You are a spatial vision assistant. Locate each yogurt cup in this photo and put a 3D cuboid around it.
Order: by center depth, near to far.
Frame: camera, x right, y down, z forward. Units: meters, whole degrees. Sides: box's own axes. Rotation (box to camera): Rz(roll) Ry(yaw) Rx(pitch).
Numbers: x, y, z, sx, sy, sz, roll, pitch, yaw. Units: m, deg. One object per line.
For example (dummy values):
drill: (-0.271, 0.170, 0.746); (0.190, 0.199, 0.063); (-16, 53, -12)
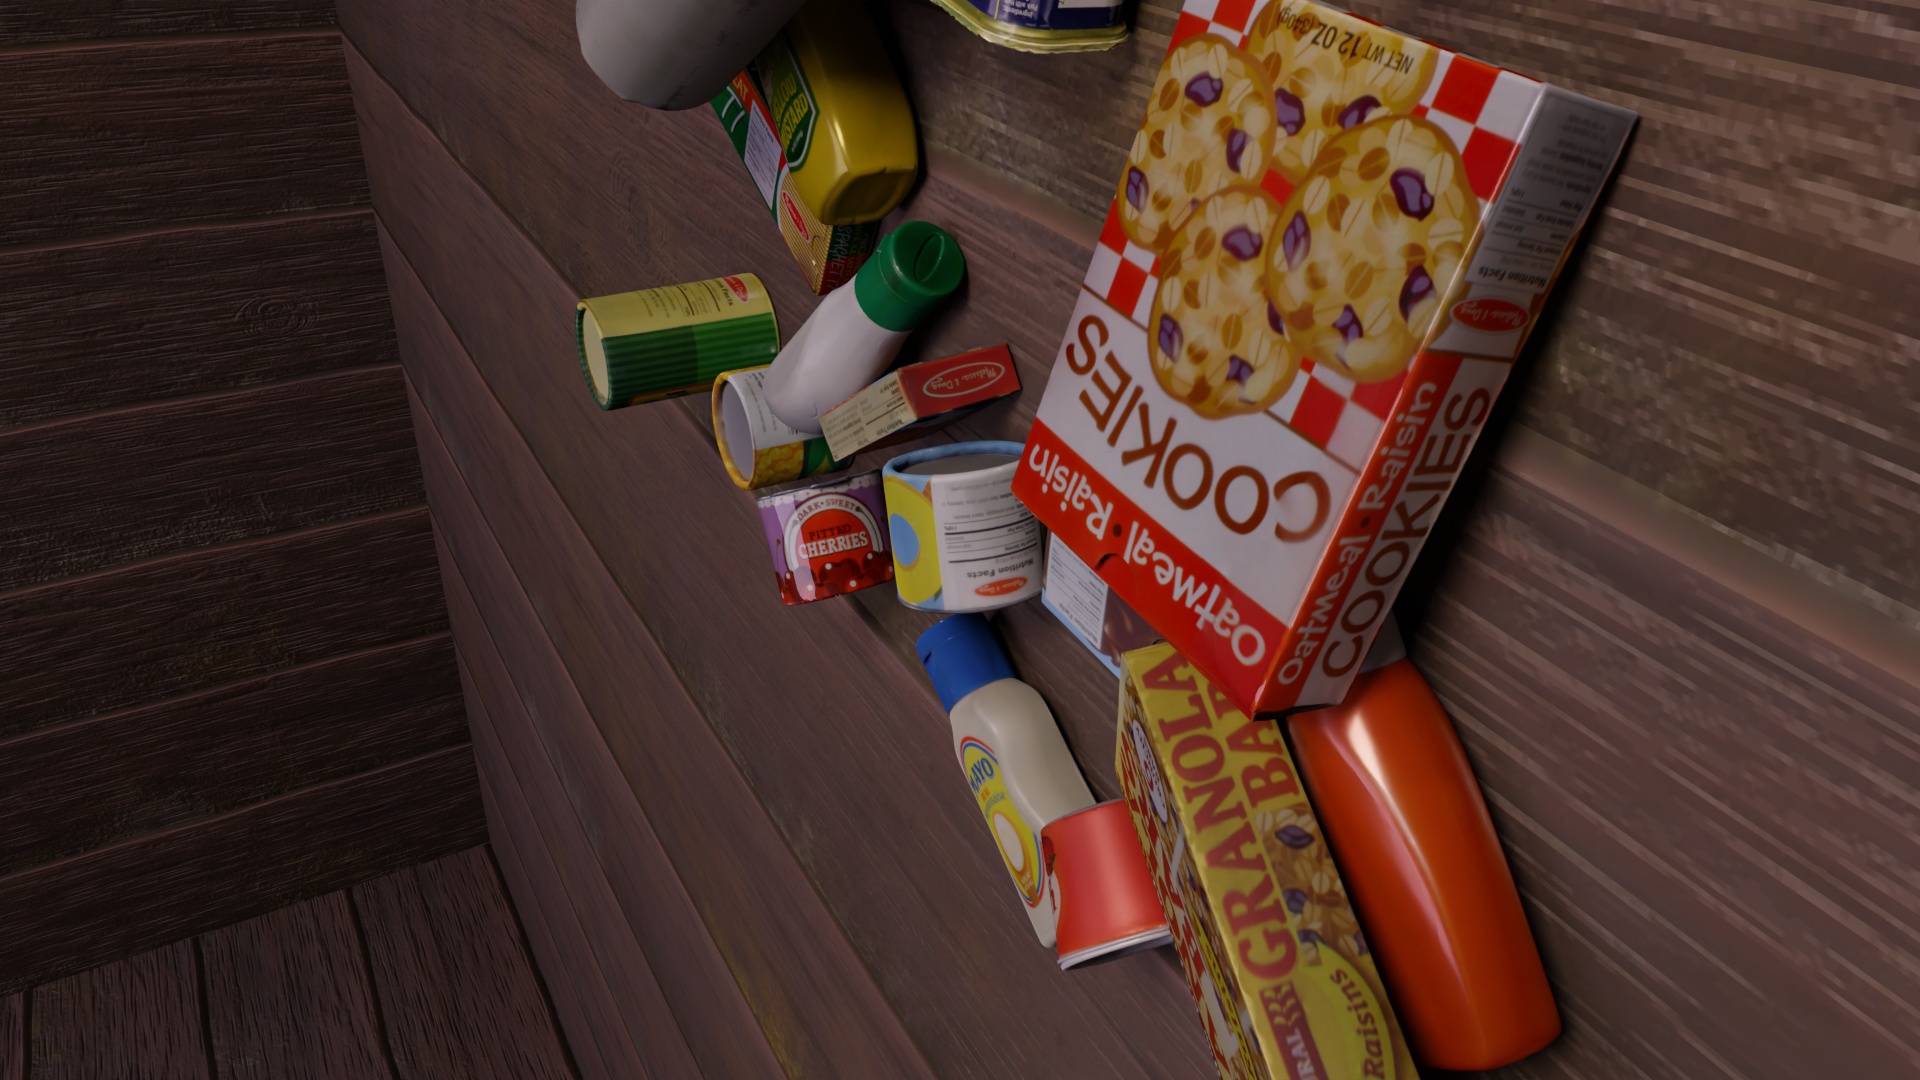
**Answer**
yogurt cup: (0.064, 0.130, 0.536); (0.072, 0.072, 0.054); (128, 131, -58)

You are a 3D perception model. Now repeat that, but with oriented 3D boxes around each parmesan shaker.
parmesan shaker: (-0.168, -0.118, 0.819); (0.071, 0.103, 0.071); (39, 137, 50)

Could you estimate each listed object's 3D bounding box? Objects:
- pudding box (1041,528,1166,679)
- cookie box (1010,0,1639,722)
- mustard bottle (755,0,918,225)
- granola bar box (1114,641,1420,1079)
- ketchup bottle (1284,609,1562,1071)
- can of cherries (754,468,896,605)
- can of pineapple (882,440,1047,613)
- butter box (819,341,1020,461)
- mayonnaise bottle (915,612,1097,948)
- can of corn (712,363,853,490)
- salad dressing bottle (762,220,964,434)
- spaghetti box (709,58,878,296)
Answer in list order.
pudding box: (0.065, 0.022, 0.515); (0.084, 0.030, 0.049); (44, 139, 46)
cookie box: (0.083, -0.055, 0.377); (0.123, 0.040, 0.166); (46, 125, 45)
mustard bottle: (-0.067, -0.223, 0.628); (0.065, 0.049, 0.160); (-43, 65, 59)
granola bar box: (0.093, 0.125, 0.431); (0.123, 0.039, 0.166); (80, 174, -63)
ketchup bottle: (0.124, 0.074, 0.408); (0.064, 0.044, 0.149); (150, 104, -70)
can of cherries: (-0.067, -0.002, 0.720); (0.071, 0.072, 0.058); (-6, 98, 64)
can of pineapple: (0.002, -0.007, 0.582); (0.071, 0.071, 0.057); (20, 121, 59)
butter box: (-0.021, -0.060, 0.615); (0.103, 0.053, 0.024); (-17, 91, 65)
mayonnaise bottle: (0.026, 0.102, 0.620); (0.148, 0.041, 0.064); (63, 153, 23)
can of corn: (-0.098, -0.063, 0.760); (0.071, 0.058, 0.070); (38, 135, 51)
salad dressing bottle: (-0.047, -0.098, 0.650); (0.147, 0.044, 0.064); (-34, 28, 57)
spaghetti box: (-0.108, -0.235, 0.725); (0.251, 0.029, 0.050); (61, 151, 26)
